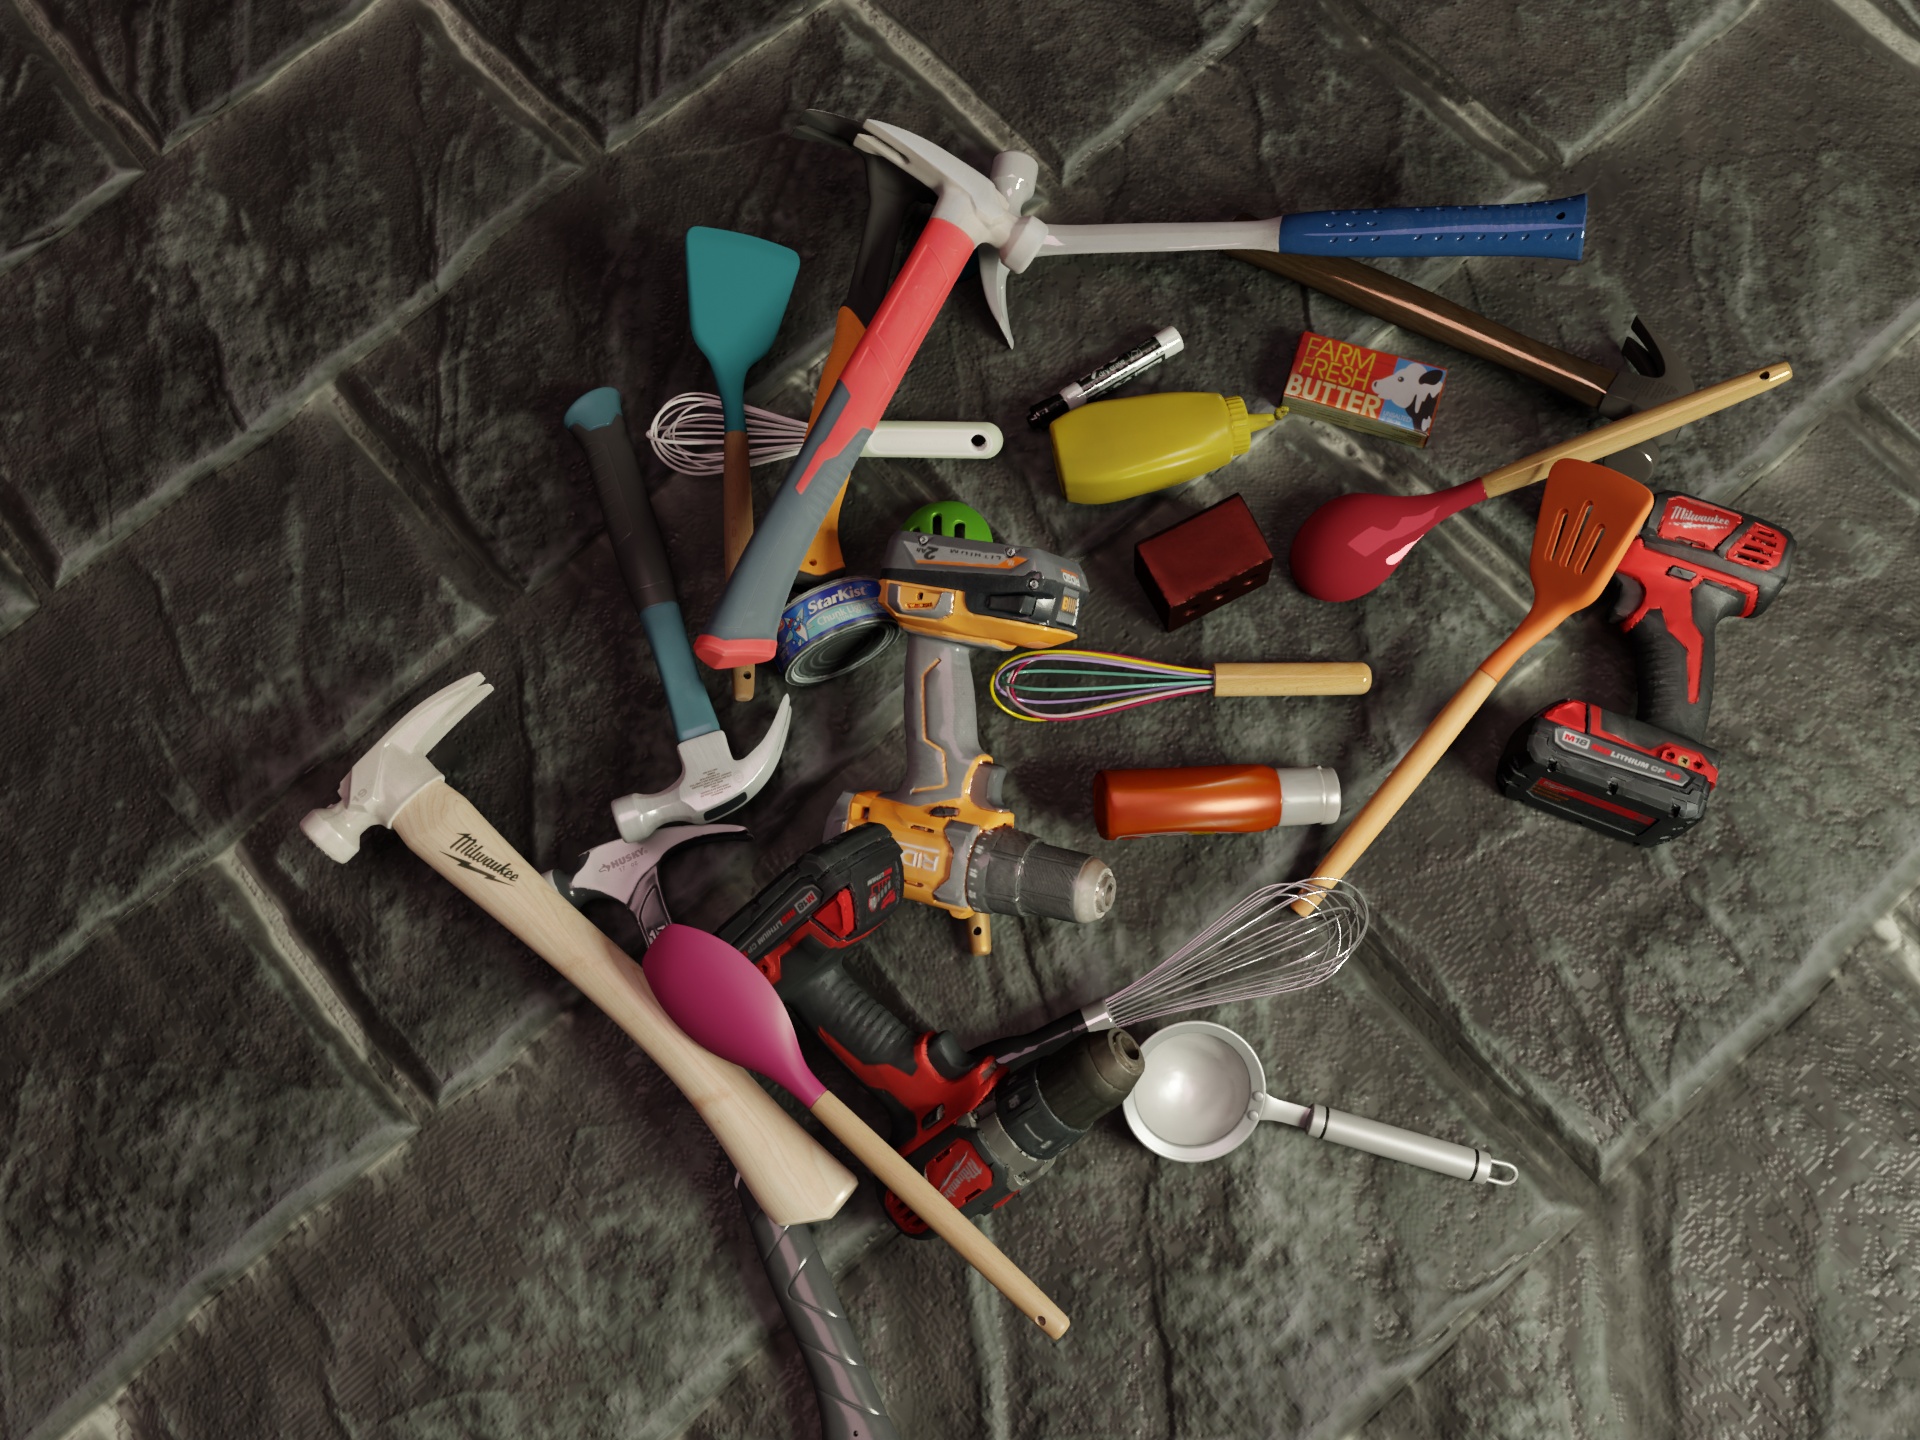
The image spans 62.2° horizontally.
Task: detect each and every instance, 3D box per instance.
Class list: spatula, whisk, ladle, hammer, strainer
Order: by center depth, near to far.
[{"bbox_3d":[0.202,0.236,0.942,0.258,0.050,0.087,15,96,3],"label":"strainer"},{"bbox_3d":[0.113,0.167,0.960,0.284,0.070,0.070,-24,73,4],"label":"whisk"},{"bbox_3d":[0.300,-0.012,0.968,0.322,0.041,0.081,-53,35,6],"label":"spatula"},{"bbox_3d":[-0.130,0.250,0.971,0.149,0.036,0.409,-25,73,-4],"label":"hammer"},{"bbox_3d":[-0.215,0.144,0.971,0.411,0.038,0.146,40,77,13],"label":"hammer"},{"bbox_3d":[0.354,-0.154,0.996,0.315,0.031,0.069,-21,72,19],"label":"ladle"},{"bbox_3d":[-0.081,-0.207,1.013,0.143,0.038,0.386,30,70,-12],"label":"hammer"},{"bbox_3d":[0.141,-0.023,1.030,0.245,0.051,0.047,-1,94,1],"label":"whisk"},{"bbox_3d":[-0.144,-0.168,1.041,0.082,0.044,0.318,6,71,-31],"label":"spatula"},{"bbox_3d":[-0.080,-0.245,1.062,0.127,0.034,0.337,16,73,-20],"label":"hammer"},{"bbox_3d":[-0.207,-0.085,1.066,0.128,0.033,0.331,-17,68,-10],"label":"hammer"},{"bbox_3d":[0.330,-0.270,1.074,0.331,0.031,0.130,30,57,18],"label":"hammer"},{"bbox_3d":[0.205,-0.323,1.076,0.405,0.035,0.144,4,74,18],"label":"hammer"},{"bbox_3d":[-0.094,-0.195,1.097,0.246,0.059,0.057,1,112,1],"label":"whisk"}]

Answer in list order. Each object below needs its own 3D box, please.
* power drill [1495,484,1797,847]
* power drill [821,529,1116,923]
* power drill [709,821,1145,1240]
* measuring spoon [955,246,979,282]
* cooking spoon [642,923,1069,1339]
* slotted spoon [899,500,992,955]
[{"bbox_3d":[0.419,-0.046,0.991,0.143,0.078,0.220,22,74,11],"label":"power drill"},{"bbox_3d":[0.019,0.009,0.967,0.185,0.084,0.226,11,92,26],"label":"power drill"},{"bbox_3d":[-0.019,0.169,0.915,0.188,0.080,0.227,-41,82,27],"label":"power drill"},{"bbox_3d":[-0.035,-0.307,1.136,0.042,0.021,0.128,40,79,15],"label":"measuring spoon"},{"bbox_3d":[-0.062,0.232,0.899,0.319,0.017,0.068,41,114,10],"label":"cooking spoon"},{"bbox_3d":[-0.002,-0.003,1.040,0.070,0.031,0.314,-8,74,8],"label":"slotted spoon"}]
